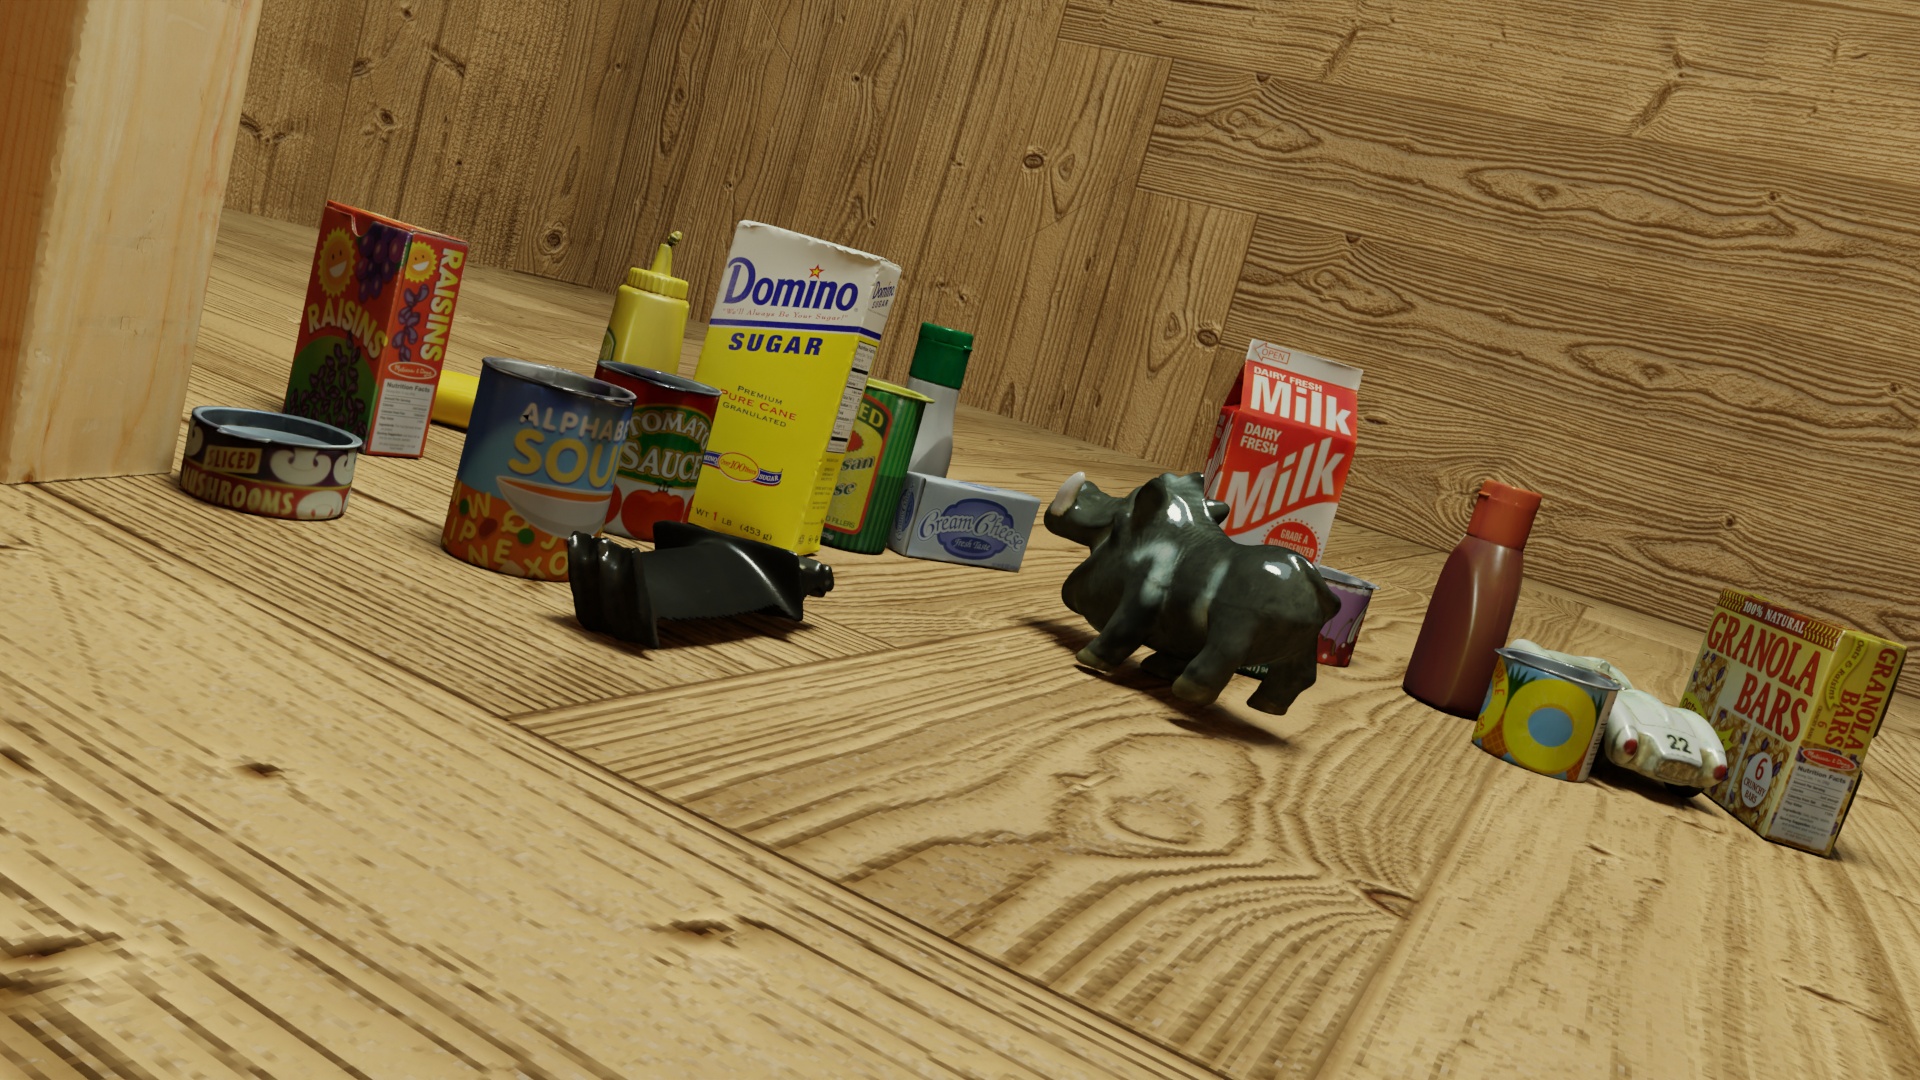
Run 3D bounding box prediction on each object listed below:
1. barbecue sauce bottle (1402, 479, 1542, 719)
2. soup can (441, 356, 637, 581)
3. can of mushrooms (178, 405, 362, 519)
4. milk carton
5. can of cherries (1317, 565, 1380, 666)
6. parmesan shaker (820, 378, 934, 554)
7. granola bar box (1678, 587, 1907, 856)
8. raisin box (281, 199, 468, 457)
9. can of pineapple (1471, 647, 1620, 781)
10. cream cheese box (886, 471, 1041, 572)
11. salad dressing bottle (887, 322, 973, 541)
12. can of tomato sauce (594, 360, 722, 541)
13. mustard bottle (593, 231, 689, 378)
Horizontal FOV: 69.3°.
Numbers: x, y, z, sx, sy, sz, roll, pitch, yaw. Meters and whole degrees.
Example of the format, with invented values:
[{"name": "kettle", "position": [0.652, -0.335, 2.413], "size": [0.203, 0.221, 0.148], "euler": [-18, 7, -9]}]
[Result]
[{"name": "barbecue sauce bottle", "position": [0.332, 0.036, 0.894], "size": [0.044, 0.148, 0.065], "euler": [14, 8, -12]}, {"name": "soup can", "position": [-0.182, -0.030, 0.604], "size": [0.071, 0.083, 0.071], "euler": [16, 8, -2]}, {"name": "can of mushrooms", "position": [-0.293, -0.033, 0.588], "size": [0.071, 0.033, 0.071], "euler": [15, 8, -2]}, {"name": "milk carton", "position": [0.181, -0.020, 0.834], "size": [0.072, 0.190, 0.073], "euler": [16, 8, 0]}, {"name": "can of cherries", "position": [0.246, 0.050, 0.955], "size": [0.071, 0.058, 0.071], "euler": [16, 8, -2]}, {"name": "parmesan shaker", "position": [-0.063, -0.048, 0.871], "size": [0.071, 0.103, 0.071], "euler": [16, 8, -2]}, {"name": "granola bar box", "position": [0.487, 0.102, 0.833], "size": [0.039, 0.124, 0.166], "euler": [17, 8, 6]}, {"name": "raisin box", "position": [-0.323, -0.116, 0.764], "size": [0.086, 0.123, 0.040], "euler": [21, 9, 33]}, {"name": "can of pineapple", "position": [0.333, 0.099, 0.798], "size": [0.071, 0.057, 0.071], "euler": [16, 8, -2]}, {"name": "cream cheese box", "position": [0.003, -0.012, 0.923], "size": [0.104, 0.053, 0.024], "euler": [9, 10, -39]}, {"name": "salad dressing bottle", "position": [-0.027, -0.072, 0.938], "size": [0.044, 0.147, 0.064], "euler": [19, 9, 25]}, {"name": "can of tomato sauce", "position": [-0.168, -0.047, 0.737], "size": [0.071, 0.083, 0.071], "euler": [16, 8, -2]}, {"name": "mustard bottle", "position": [-0.212, -0.129, 0.923], "size": [0.049, 0.160, 0.065], "euler": [12, 9, -27]}]
